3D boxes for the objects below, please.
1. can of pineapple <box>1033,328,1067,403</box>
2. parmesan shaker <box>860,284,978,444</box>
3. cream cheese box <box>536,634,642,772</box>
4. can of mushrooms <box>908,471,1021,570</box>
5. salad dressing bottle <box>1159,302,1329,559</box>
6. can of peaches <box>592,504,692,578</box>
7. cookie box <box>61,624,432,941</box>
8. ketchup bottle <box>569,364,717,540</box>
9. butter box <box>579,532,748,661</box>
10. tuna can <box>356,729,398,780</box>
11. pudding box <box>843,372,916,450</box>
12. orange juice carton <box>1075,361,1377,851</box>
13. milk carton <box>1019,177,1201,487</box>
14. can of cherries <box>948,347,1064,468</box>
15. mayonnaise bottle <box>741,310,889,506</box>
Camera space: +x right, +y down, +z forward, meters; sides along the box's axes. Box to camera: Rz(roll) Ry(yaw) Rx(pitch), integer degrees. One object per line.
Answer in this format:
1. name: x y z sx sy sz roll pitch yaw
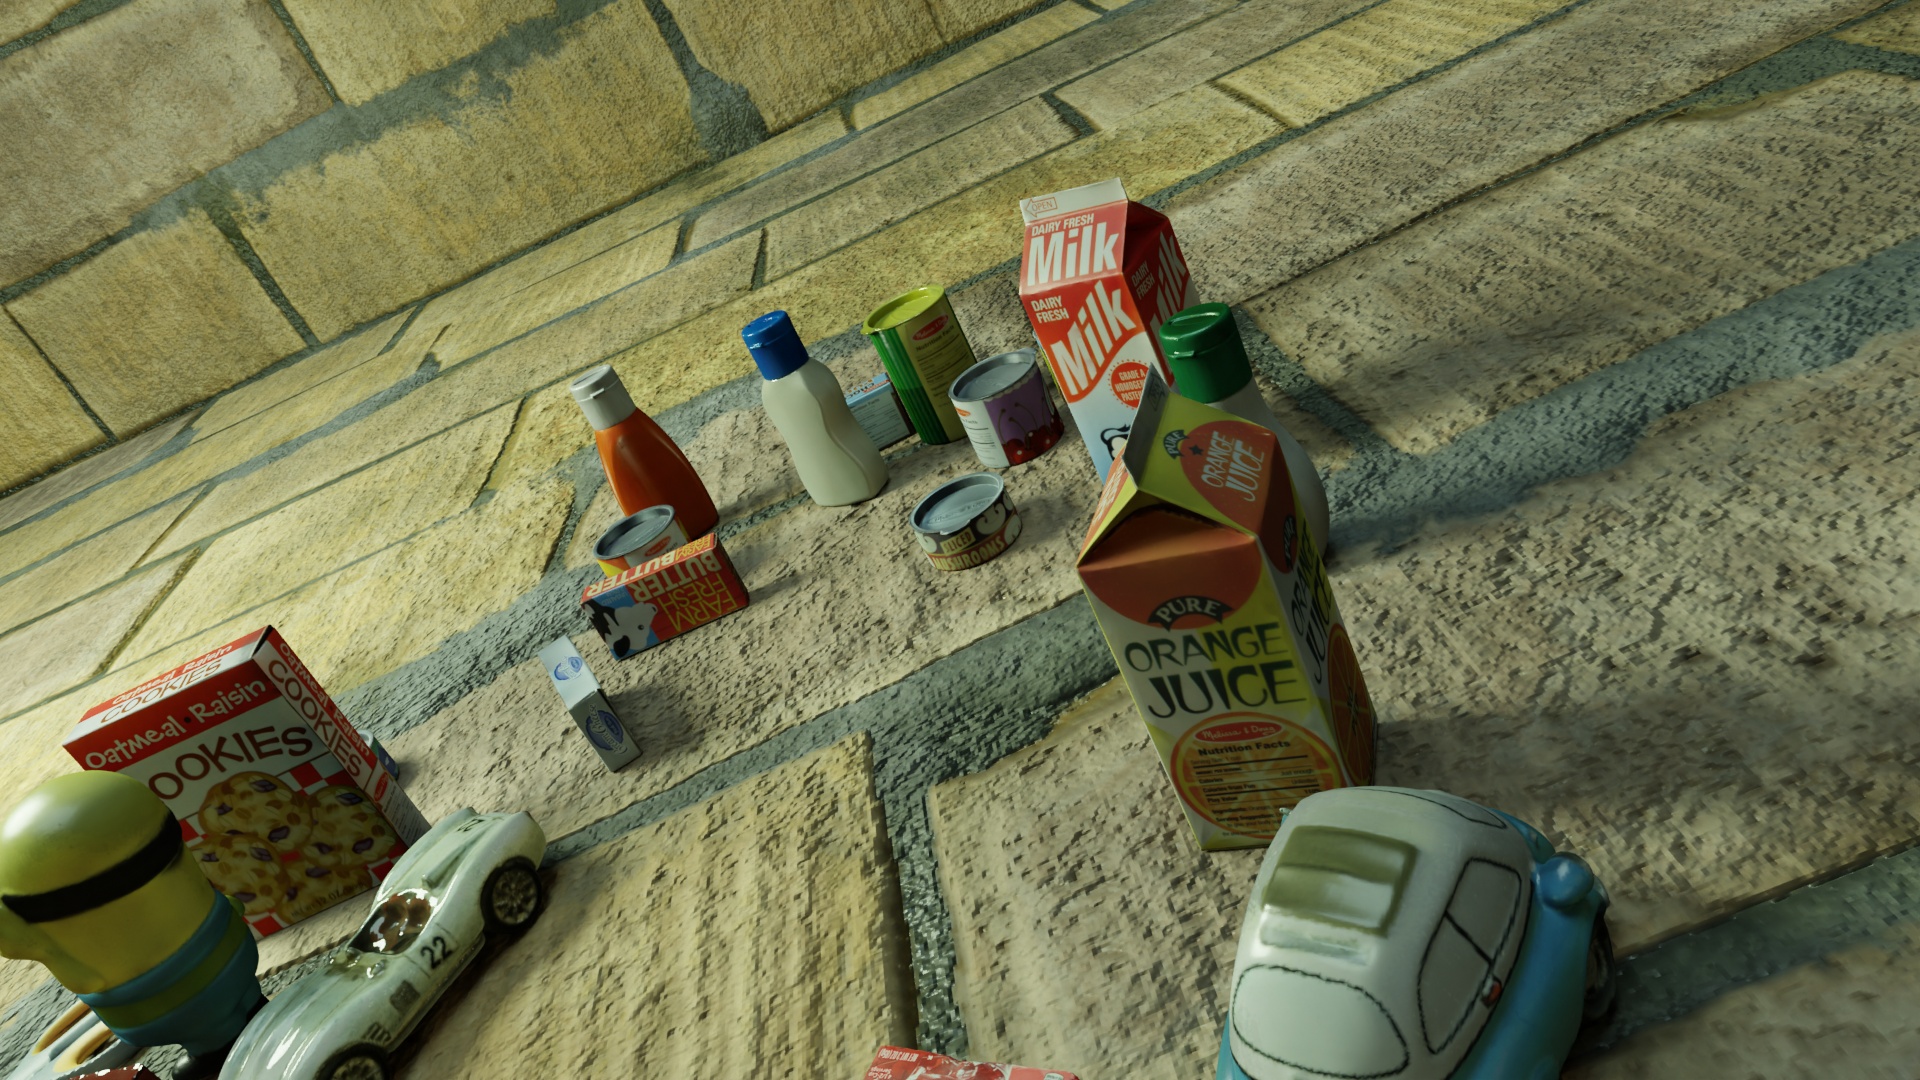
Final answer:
1. can of pineapple: 0.094 -0.139 1.010 0.071 0.057 0.071 -21 27 11
2. parmesan shaker: -0.024 -0.130 1.048 0.071 0.102 0.071 -21 27 11
3. cream cheese box: -0.233 0.101 0.869 0.024 0.053 0.104 -34 27 -15
4. can of mushrooms: 0.003 -0.011 0.885 0.071 0.033 0.071 -21 27 11
5. salad dressing bottle: 0.142 -0.048 0.701 0.064 0.147 0.044 -2 35 40
6. can of peaches: -0.225 0.016 1.011 0.071 0.058 0.071 -21 27 11
7. cookie box: -0.414 0.146 0.819 0.123 0.167 0.040 -25 26 3
8. ketchup bottle: -0.248 -0.064 1.074 0.065 0.148 0.043 -29 26 -7
9. butter box: -0.202 0.039 0.954 0.103 0.053 0.024 -23 26 6
10. tuna can: -0.421 0.162 0.947 0.071 0.032 0.071 -21 27 11
11. pudding box: -0.083 -0.091 1.089 0.084 0.049 0.030 -27 26 -1
12. orange juice carton: 0.103 0.028 0.547 0.073 0.192 0.072 -12 29 27
13. milk carton: 0.099 -0.122 0.825 0.072 0.190 0.074 -4 33 37
14. can of cherries: 0.035 -0.094 0.979 0.071 0.058 0.072 -21 27 11
15. mayonnaise bottle: -0.109 -0.095 1.007 0.064 0.147 0.041 -7 32 34
